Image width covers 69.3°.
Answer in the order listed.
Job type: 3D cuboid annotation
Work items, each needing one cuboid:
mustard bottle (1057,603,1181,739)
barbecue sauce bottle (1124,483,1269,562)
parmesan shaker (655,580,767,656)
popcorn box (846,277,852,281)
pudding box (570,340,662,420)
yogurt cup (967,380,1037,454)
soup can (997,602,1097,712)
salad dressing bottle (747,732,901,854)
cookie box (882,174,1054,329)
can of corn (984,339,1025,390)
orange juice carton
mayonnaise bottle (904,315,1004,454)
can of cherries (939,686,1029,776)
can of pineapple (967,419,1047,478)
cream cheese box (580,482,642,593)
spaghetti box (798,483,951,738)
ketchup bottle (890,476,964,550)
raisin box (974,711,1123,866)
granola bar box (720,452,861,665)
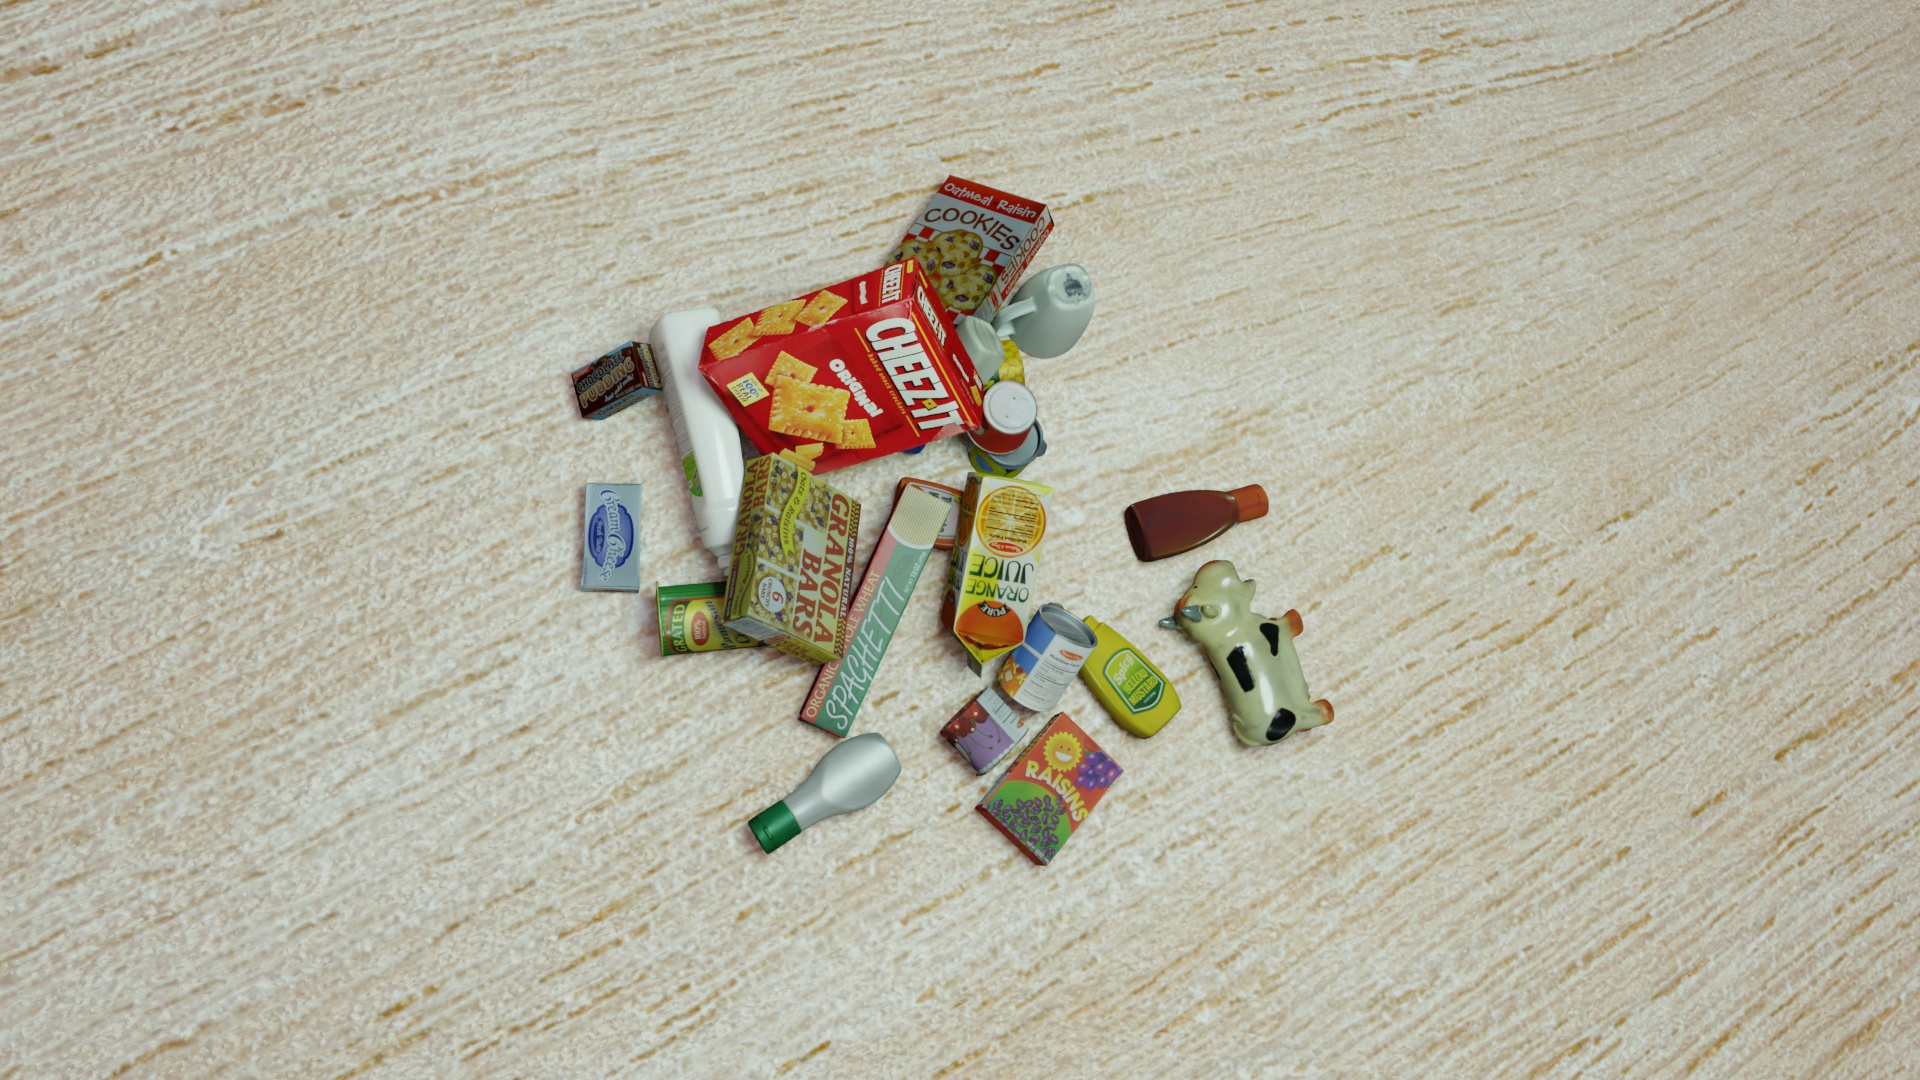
[{"bbox_3d":[0.148,0.124,1.384,0.065,0.048,0.160,-42,89,-20],"label":"mustard bottle"},{"bbox_3d":[0.248,-0.025,1.446,0.149,0.043,0.065,-15,81,-16],"label":"barbecue sauce bottle"},{"bbox_3d":[-0.231,0.068,1.301,0.103,0.071,0.071,-5,78,-14],"label":"parmesan shaker"},{"bbox_3d":[-0.102,-0.191,1.408,0.085,0.038,0.126,-42,89,-18],"label":"popcorn box"},{"bbox_3d":[-0.329,-0.153,1.328,0.083,0.030,0.050,-21,79,27],"label":"pudding box"},{"bbox_3d":[0.042,-0.123,1.354,0.072,0.054,0.072,3,78,-13],"label":"yogurt cup"},{"bbox_3d":[0.083,0.113,1.347,0.071,0.071,0.083,30,110,-5],"label":"soup can"},{"bbox_3d":[-0.127,0.237,1.299,0.148,0.044,0.064,-31,89,-17],"label":"salad dressing bottle"},{"bbox_3d":[0.001,-0.290,1.427,0.123,0.040,0.168,24,70,25],"label":"cookie box"},{"bbox_3d":[0.029,-0.167,1.417,0.058,0.071,0.071,-11,80,-15],"label":"can of corn"},{"bbox_3d":[0.031,0.034,1.337,0.073,0.072,0.192,10,94,-13],"label":"orange juice carton"},{"bbox_3d":[-0.015,-0.148,1.368,0.041,0.147,0.065,16,39,-34],"label":"mayonnaise bottle"},{"bbox_3d":[0.021,0.184,1.333,0.058,0.071,0.072,46,72,1],"label":"can of cherries"},{"bbox_3d":[0.046,-0.097,1.409,0.071,0.057,0.071,3,77,-12],"label":"can of pineapple"},{"bbox_3d":[-0.331,-0.003,1.318,0.053,0.024,0.104,2,77,-13],"label":"cream cheese box"},{"bbox_3d":[-0.082,0.068,1.332,0.050,0.028,0.250,25,84,-7],"label":"spaghetti box"},{"bbox_3d":[0.005,-0.017,1.389,0.149,0.043,0.065,13,79,-10],"label":"ketchup bottle"},{"bbox_3d":[0.087,0.241,1.348,0.086,0.040,0.124,43,71,1],"label":"raisin box"},{"bbox_3d":[-0.154,0.018,1.292,0.124,0.039,0.166,31,54,-43],"label":"granola bar box"}]
